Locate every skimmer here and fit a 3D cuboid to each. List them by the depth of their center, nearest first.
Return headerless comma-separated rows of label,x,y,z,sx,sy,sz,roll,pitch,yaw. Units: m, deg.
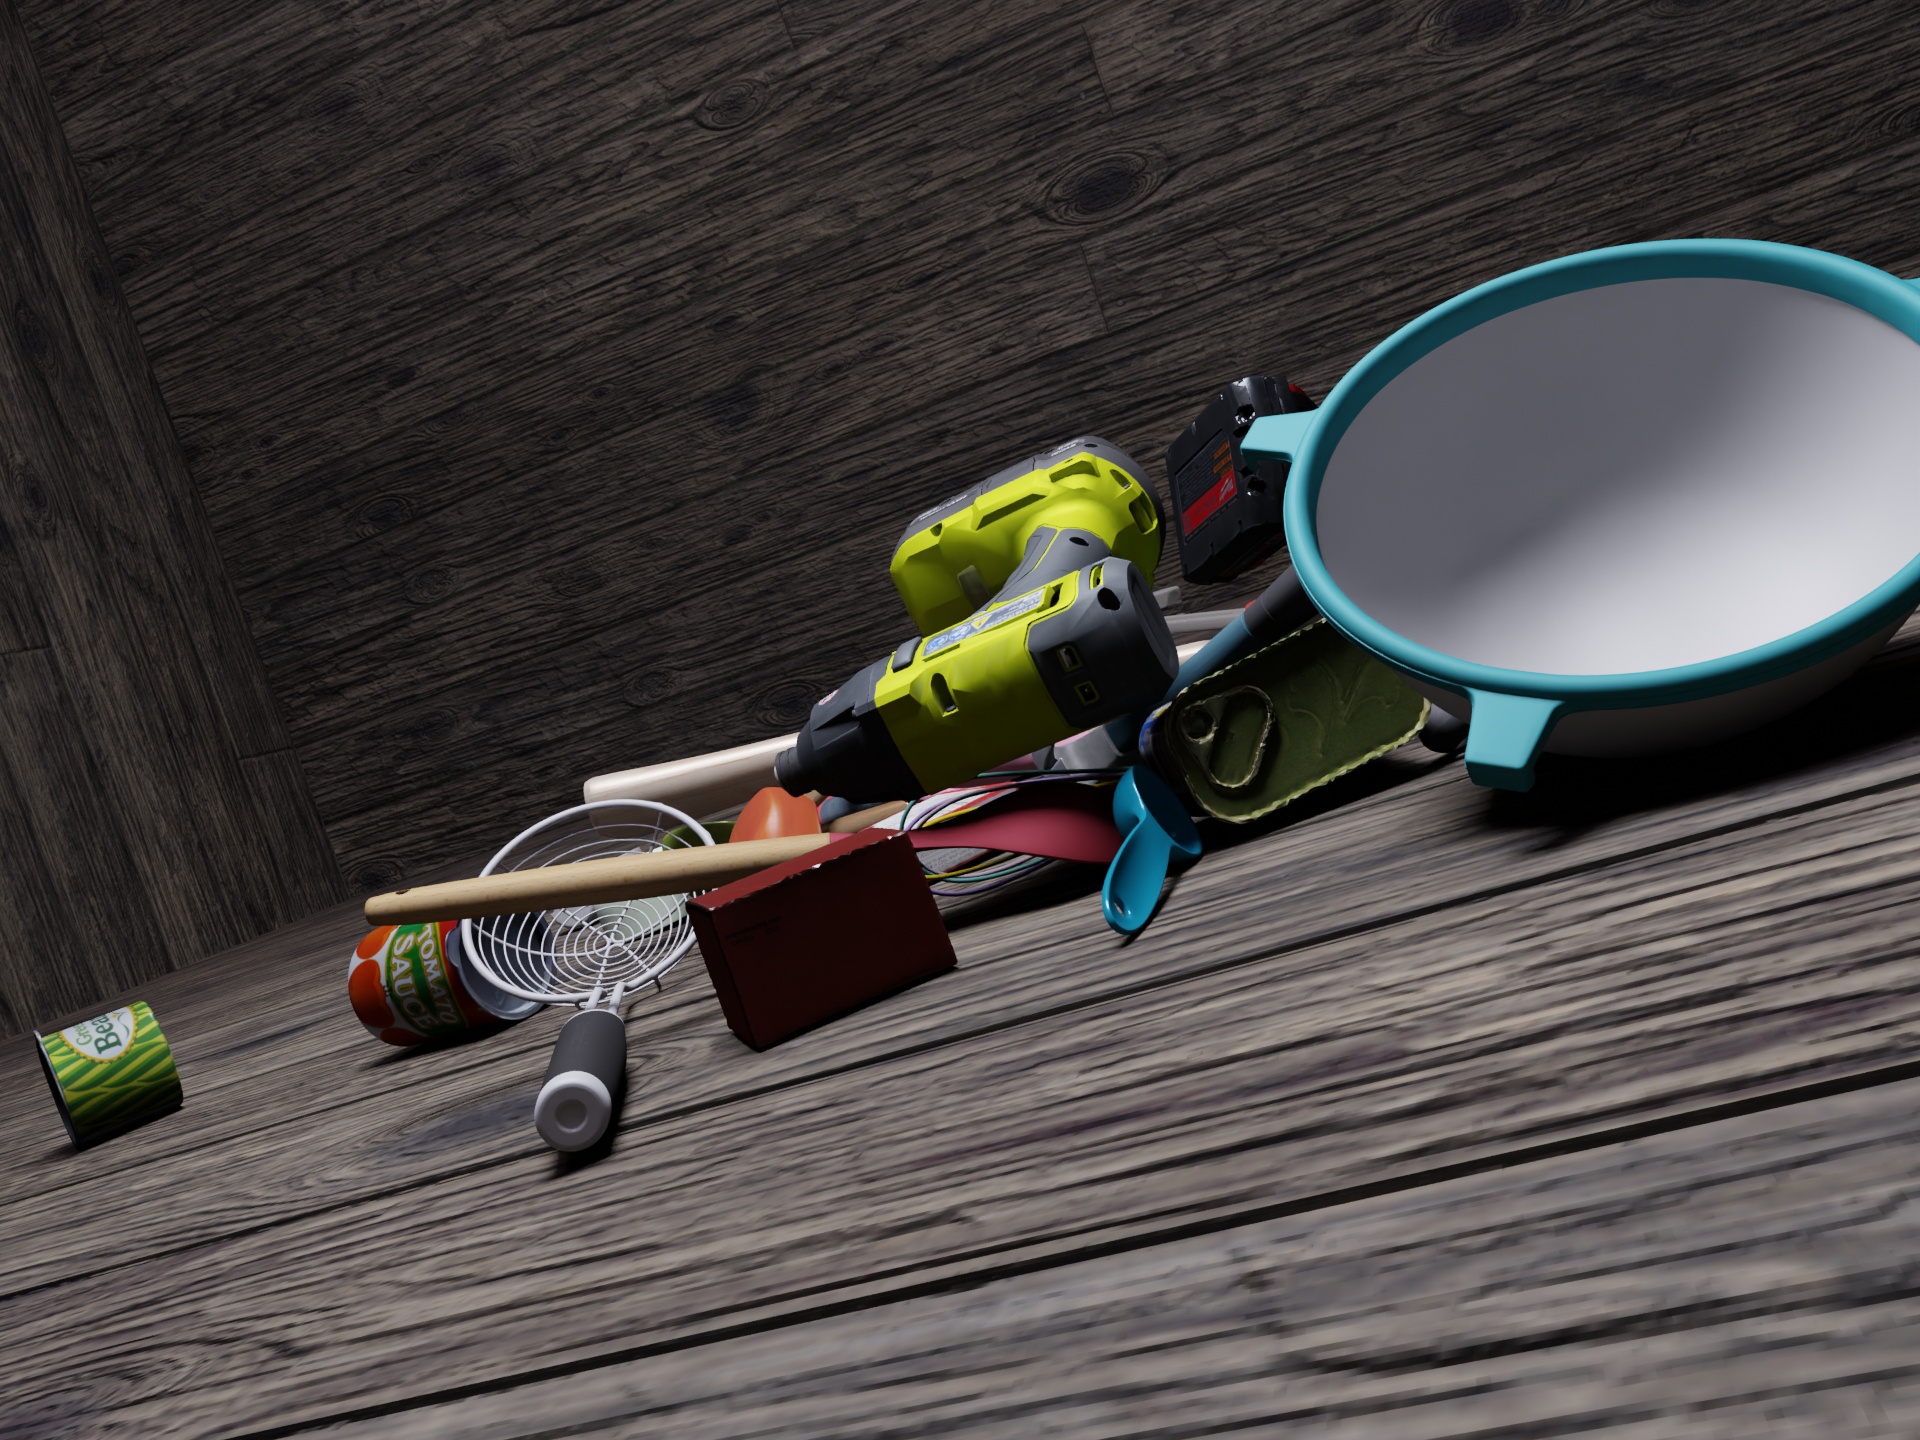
skimmer,-0.155,0.088,0.643,0.127,0.090,0.363,-17,3,-10

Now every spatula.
spatula,-0.059,0.055,1.050,0.317,0.044,0.082,-20,12,14

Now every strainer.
strainer,0.279,-0.086,0.526,0.340,0.095,0.211,-25,43,4

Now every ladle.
ladle,-0.077,0.056,0.632,0.315,0.031,0.069,-7,12,-2
ladle,-0.099,0.036,1.038,0.078,0.062,0.320,-11,16,21

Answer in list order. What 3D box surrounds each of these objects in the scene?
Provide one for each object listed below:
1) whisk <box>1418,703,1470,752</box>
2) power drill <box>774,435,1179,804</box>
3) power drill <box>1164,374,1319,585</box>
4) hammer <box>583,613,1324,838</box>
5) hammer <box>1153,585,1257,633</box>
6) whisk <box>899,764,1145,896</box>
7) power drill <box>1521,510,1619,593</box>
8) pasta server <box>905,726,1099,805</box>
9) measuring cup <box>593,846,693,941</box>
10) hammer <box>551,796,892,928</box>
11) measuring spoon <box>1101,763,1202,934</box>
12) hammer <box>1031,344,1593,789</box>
whisk,0.268,-0.038,0.687,0.239,0.055,0.055,-27,7,-35
power drill,0.013,-0.043,0.713,0.171,0.080,0.223,-23,19,20
power drill,0.230,-0.127,0.825,0.219,0.078,0.143,-4,-10,-14
hammer,-0.001,-0.003,0.853,0.410,0.038,0.146,-13,-22,1
hammer,0.209,-0.067,0.963,0.149,0.036,0.359,-19,10,-38
whisk,0.085,0.026,0.716,0.245,0.051,0.047,-17,-3,-5
power drill,0.332,-0.102,0.641,0.228,0.080,0.191,-7,23,26
pasta server,0.101,-0.002,0.937,0.316,0.040,0.060,-15,-23,-1
measuring cup,-0.169,0.086,1.016,0.083,0.038,0.167,-18,13,35
hammer,-0.099,0.067,1.143,0.386,0.038,0.143,-19,2,13
measuring spoon,0.060,0.051,0.565,0.021,0.042,0.128,-38,3,23
hammer,0.147,-0.052,0.714,0.128,0.033,0.331,-15,-21,-44
